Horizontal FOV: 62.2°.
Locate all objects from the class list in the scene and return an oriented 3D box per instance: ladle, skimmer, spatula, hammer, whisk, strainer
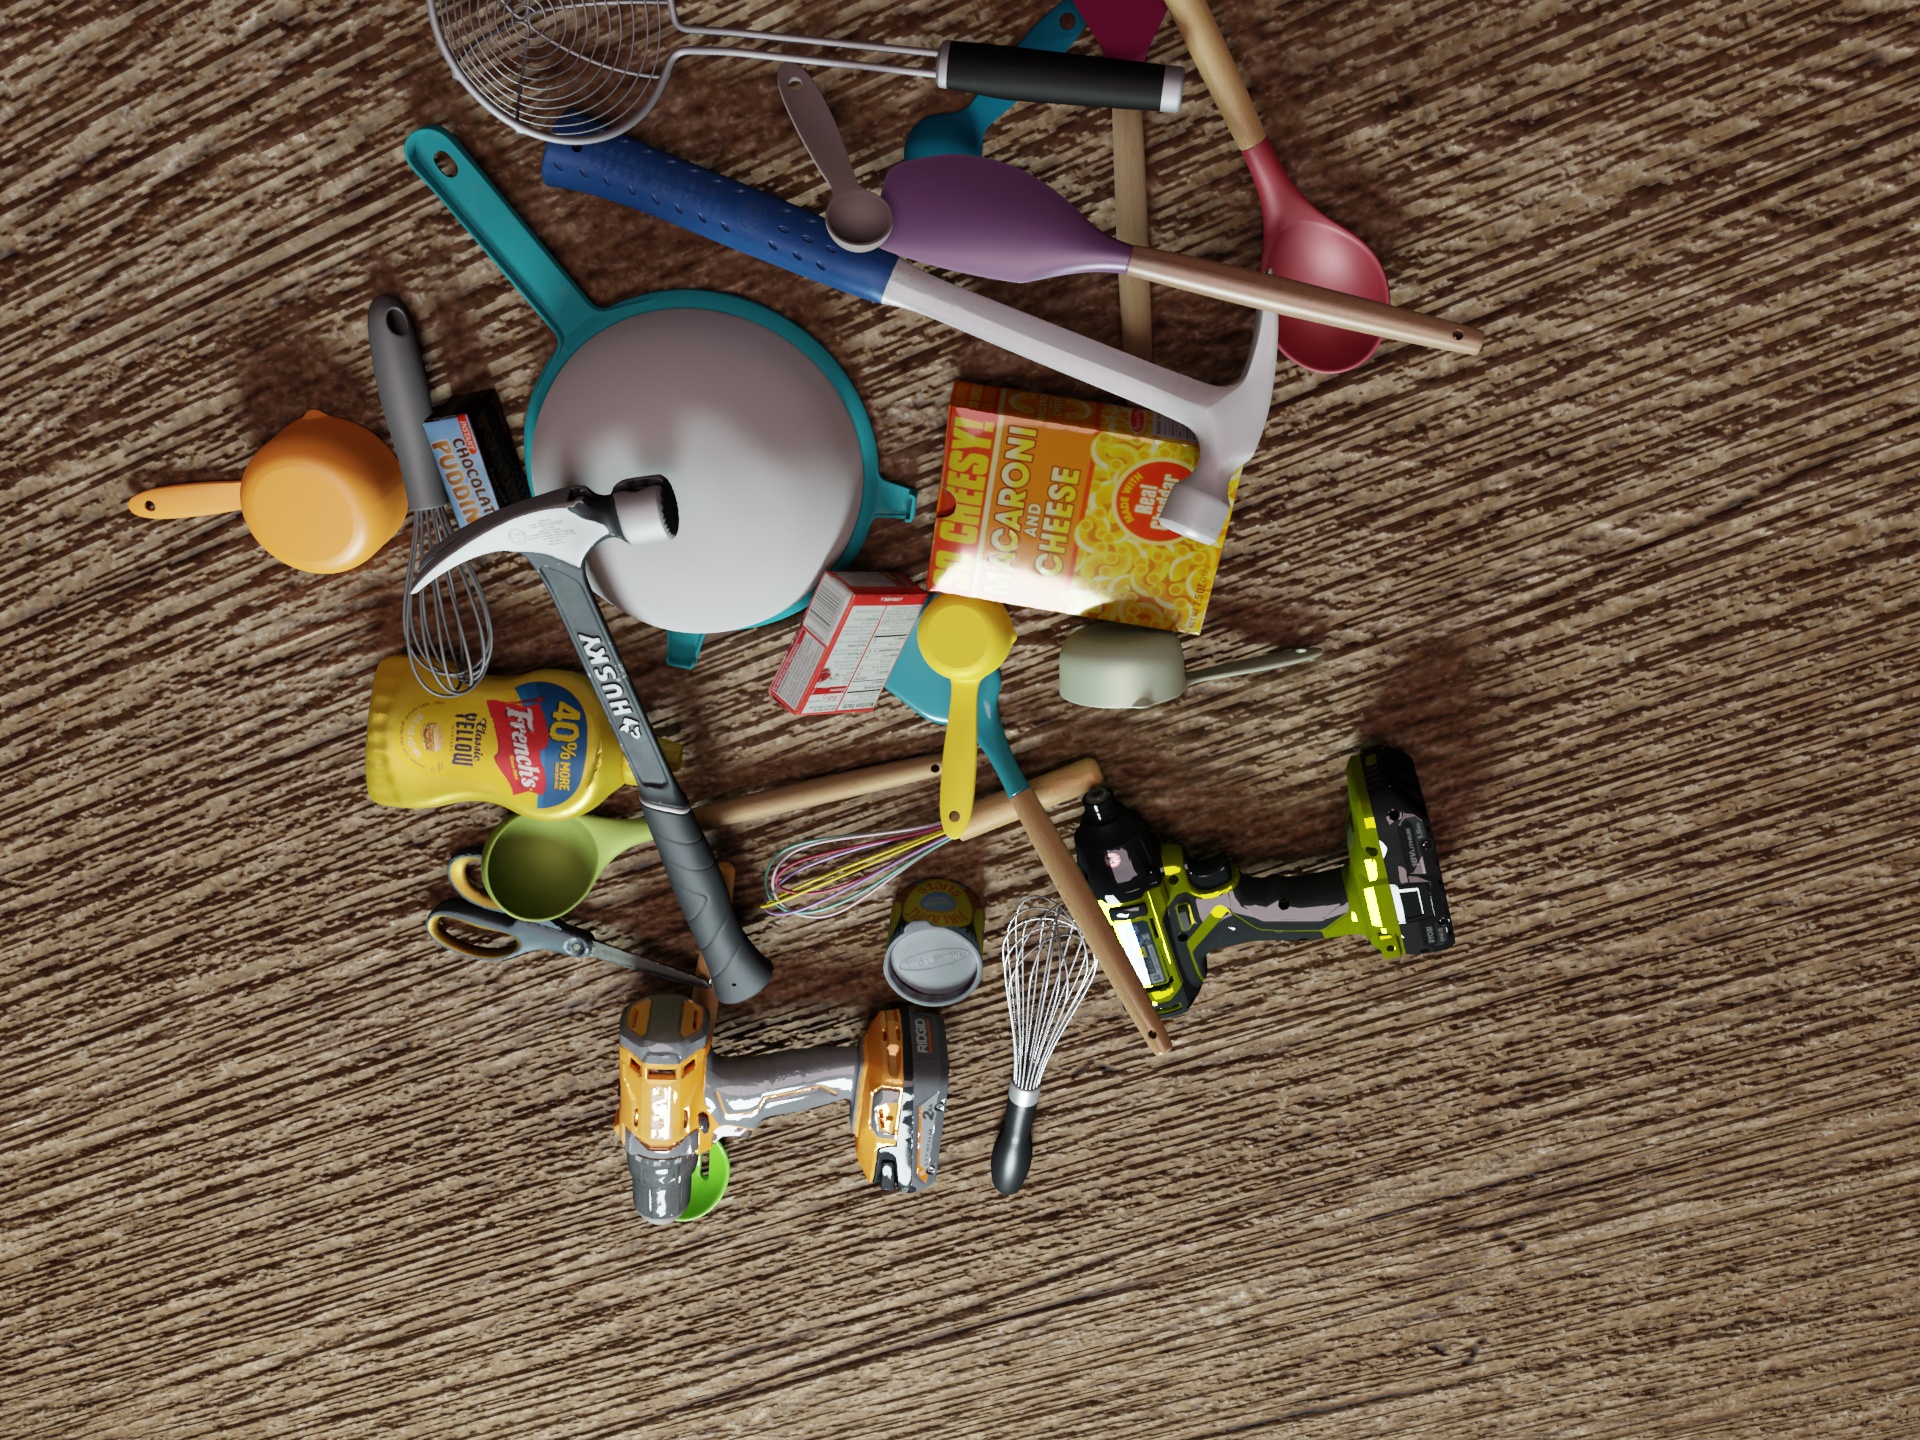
[{"bbox_3d":[0.138,-0.319,0.816,0.069,0.031,0.315,-23,118,23],"label":"ladle"},{"bbox_3d":[-0.070,-0.335,0.780,0.363,0.090,0.127,7,98,3],"label":"skimmer"},{"bbox_3d":[0.112,-0.232,0.812,0.316,0.018,0.060,15,93,2],"label":"spatula"},{"bbox_3d":[-0.024,-0.235,0.845,0.405,0.035,0.144,22,97,0],"label":"hammer"},{"bbox_3d":[0.045,0.070,0.993,0.082,0.044,0.317,-32,84,17],"label":"spatula"},{"bbox_3d":[-0.316,-0.127,0.934,0.055,0.055,0.239,-4,108,5],"label":"whisk"},{"bbox_3d":[0.051,0.236,1.121,0.070,0.070,0.284,7,124,-1],"label":"whisk"},{"bbox_3d":[-0.190,0.036,0.959,0.149,0.036,0.408,-9,131,6],"label":"hammer"},{"bbox_3d":[-0.158,0.066,1.036,0.320,0.062,0.078,-13,112,7],"label":"ladle"},{"bbox_3d":[-0.192,-0.176,0.883,0.211,0.095,0.340,-31,114,18],"label":"strainer"},{"bbox_3d":[-0.022,0.075,1.046,0.245,0.051,0.047,-22,153,9],"label":"whisk"}]

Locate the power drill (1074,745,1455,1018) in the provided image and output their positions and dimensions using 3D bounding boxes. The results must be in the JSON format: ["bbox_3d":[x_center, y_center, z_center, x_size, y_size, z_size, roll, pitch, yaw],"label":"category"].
[{"bbox_3d":[0.191,0.099,1.024,0.223,0.080,0.171,-13,118,13],"label":"power drill"}]

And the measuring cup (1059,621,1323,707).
[{"bbox_3d":[0.140,-0.043,0.962,0.167,0.083,0.038,-10,108,-9],"label":"measuring cup"}]

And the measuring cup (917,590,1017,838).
[{"bbox_3d":[-0.002,-0.003,0.967,0.062,0.029,0.156,5,96,13],"label":"measuring cup"}]

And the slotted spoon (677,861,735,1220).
[{"bbox_3d":[-0.187,0.235,1.146,0.070,0.031,0.313,11,117,-3],"label":"slotted spoon"}]

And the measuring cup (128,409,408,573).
[{"bbox_3d":[-0.421,-0.127,0.945,0.173,0.052,0.095,-5,118,3],"label":"measuring cup"}]

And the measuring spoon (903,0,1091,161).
[{"bbox_3d":[0.020,-0.326,0.830,0.042,0.021,0.128,41,113,-18],"label":"measuring spoon"}]

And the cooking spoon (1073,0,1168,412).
[{"bbox_3d":[0.089,-0.302,0.842,0.068,0.017,0.318,-8,118,-4],"label":"cooking spoon"}]

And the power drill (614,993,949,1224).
[{"bbox_3d":[-0.130,0.283,1.124,0.226,0.084,0.185,3,118,-7],"label":"power drill"}]

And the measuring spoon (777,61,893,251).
[{"bbox_3d":[-0.069,-0.290,0.822,0.034,0.124,0.018,-19,161,-12],"label":"measuring spoon"}]
